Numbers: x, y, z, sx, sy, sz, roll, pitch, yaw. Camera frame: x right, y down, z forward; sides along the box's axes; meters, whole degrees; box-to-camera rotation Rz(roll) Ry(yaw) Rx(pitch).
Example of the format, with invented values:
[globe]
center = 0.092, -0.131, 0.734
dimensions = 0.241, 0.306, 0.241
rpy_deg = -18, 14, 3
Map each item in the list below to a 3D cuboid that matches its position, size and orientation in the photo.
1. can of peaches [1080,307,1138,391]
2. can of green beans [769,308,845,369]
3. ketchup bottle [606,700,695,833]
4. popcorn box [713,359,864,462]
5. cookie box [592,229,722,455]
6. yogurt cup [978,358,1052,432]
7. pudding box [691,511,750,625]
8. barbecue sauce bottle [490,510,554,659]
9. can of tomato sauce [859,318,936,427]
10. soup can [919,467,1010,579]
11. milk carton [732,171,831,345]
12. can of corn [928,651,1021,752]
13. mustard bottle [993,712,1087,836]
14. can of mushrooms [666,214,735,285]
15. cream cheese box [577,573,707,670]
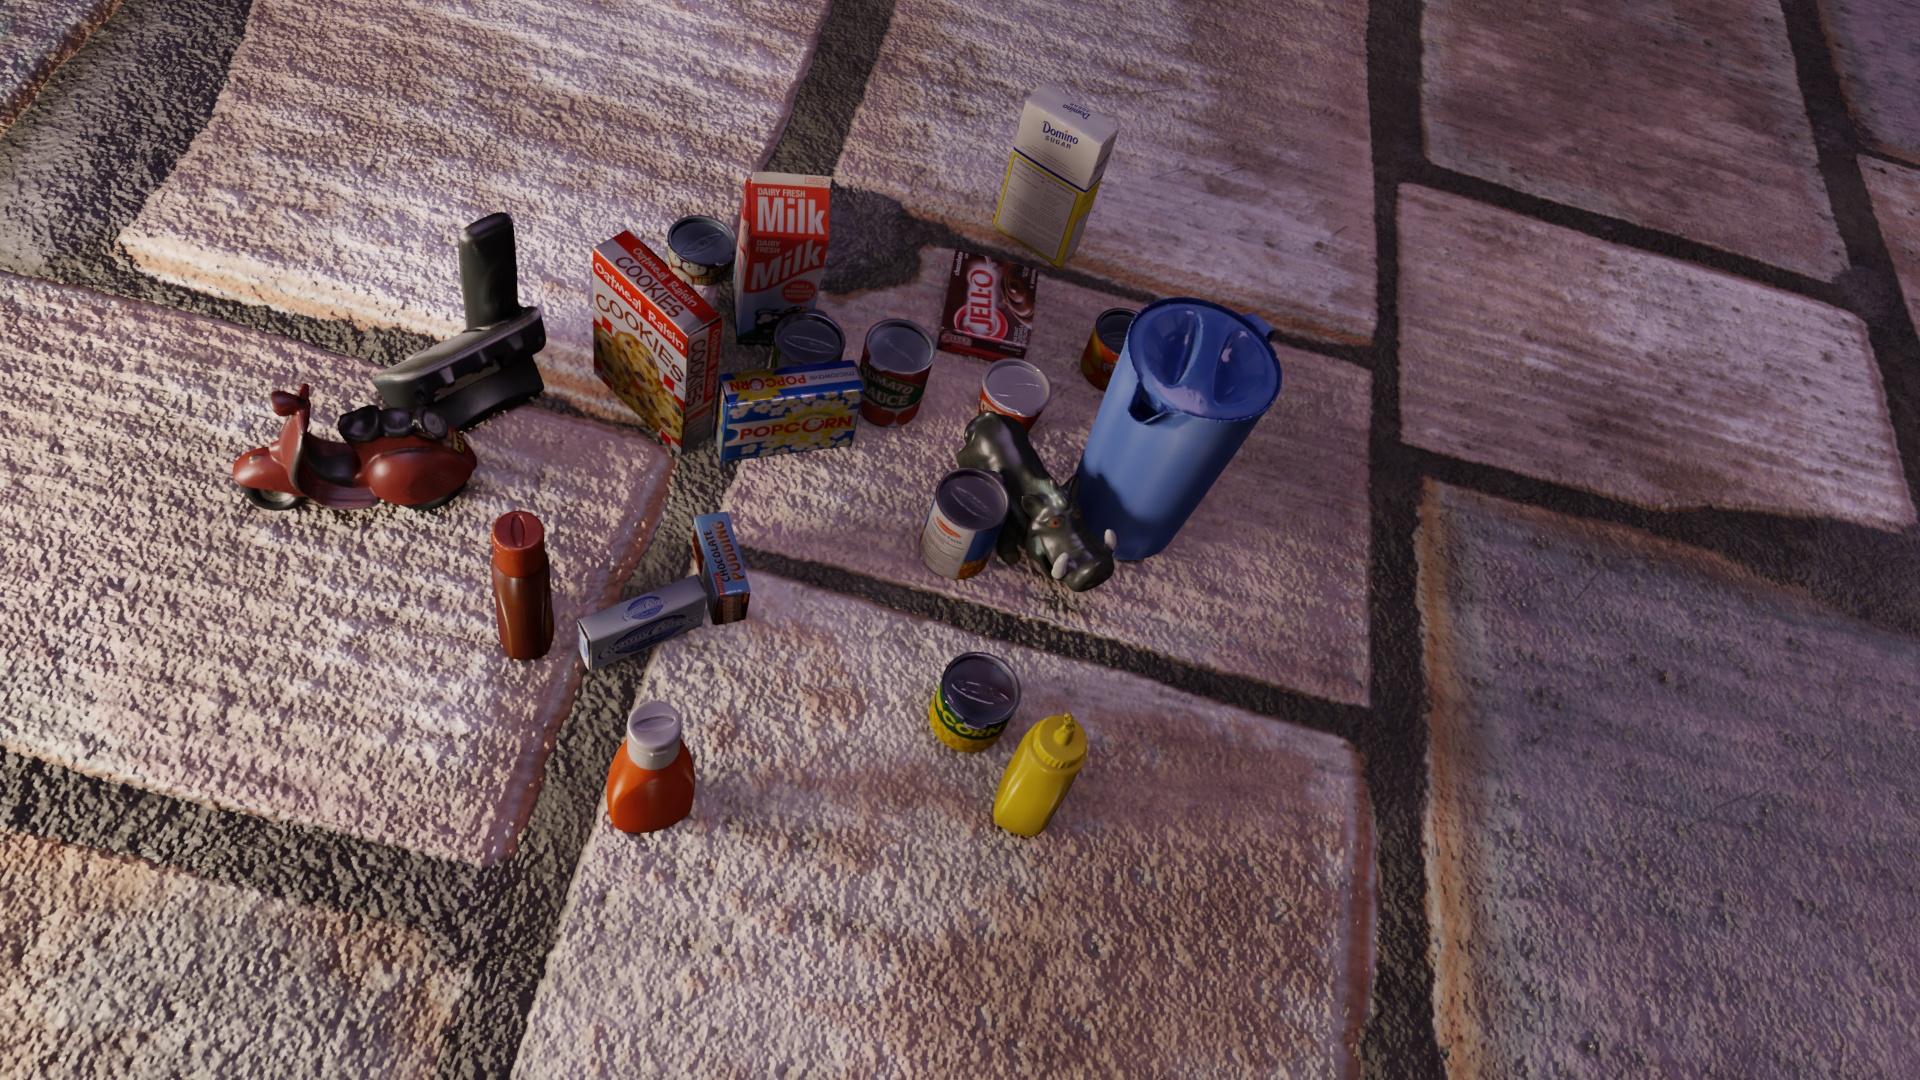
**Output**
[can of peaches]
center = 0.160, -0.189, 1.398
dimensions = 0.071, 0.057, 0.071
rpy_deg = 7, 56, -10
[can of green beans]
center = -0.145, -0.172, 1.309
dimensions = 0.071, 0.057, 0.071
rpy_deg = 7, 56, -10
[ketchup bottle]
center = -0.223, 0.165, 1.008
dimensions = 0.065, 0.148, 0.044
rpy_deg = -9, 60, -20
[popcorn box]
center = -0.156, -0.117, 1.253
dimensions = 0.127, 0.084, 0.038
rpy_deg = -9, 60, -20
[cookie box]
center = -0.266, -0.170, 1.210
dimensions = 0.123, 0.166, 0.040
rpy_deg = 42, 57, 15
[yogurt cup]
center = 0.049, -0.134, 1.335
dimensions = 0.072, 0.053, 0.073
rpy_deg = 7, 56, -10
[pudding box]
center = -0.202, 0.023, 1.169
dimensions = 0.030, 0.049, 0.084
rpy_deg = -10, 60, -20
[barbecue sauce bottle]
center = -0.337, 0.032, 1.068
dimensions = 0.044, 0.147, 0.065
rpy_deg = -5, 59, -17
[can of tomato sauce]
center = -0.064, -0.155, 1.303
dimensions = 0.071, 0.082, 0.071
rpy_deg = 7, 56, -10
[soup can]
center = 0.004, -0.015, 1.227
dimensions = 0.071, 0.083, 0.072
rpy_deg = 7, 56, -10
[milk carton]
center = -0.167, -0.269, 1.287
dimensions = 0.072, 0.189, 0.074
rpy_deg = -1, 58, -15
[can of corn]
center = 0.011, 0.136, 1.143
dimensions = 0.071, 0.058, 0.071
rpy_deg = 7, 56, -10
[mustard bottle]
center = 0.065, 0.174, 1.069
dimensions = 0.049, 0.159, 0.065
rpy_deg = 21, 55, 0
[can of mushrooms]
center = -0.255, -0.285, 1.371
dimensions = 0.071, 0.033, 0.071
rpy_deg = 7, 56, -10
[cream cheese box]
center = -0.257, 0.066, 1.124
dimensions = 0.104, 0.053, 0.024
rpy_deg = -22, 65, -26
